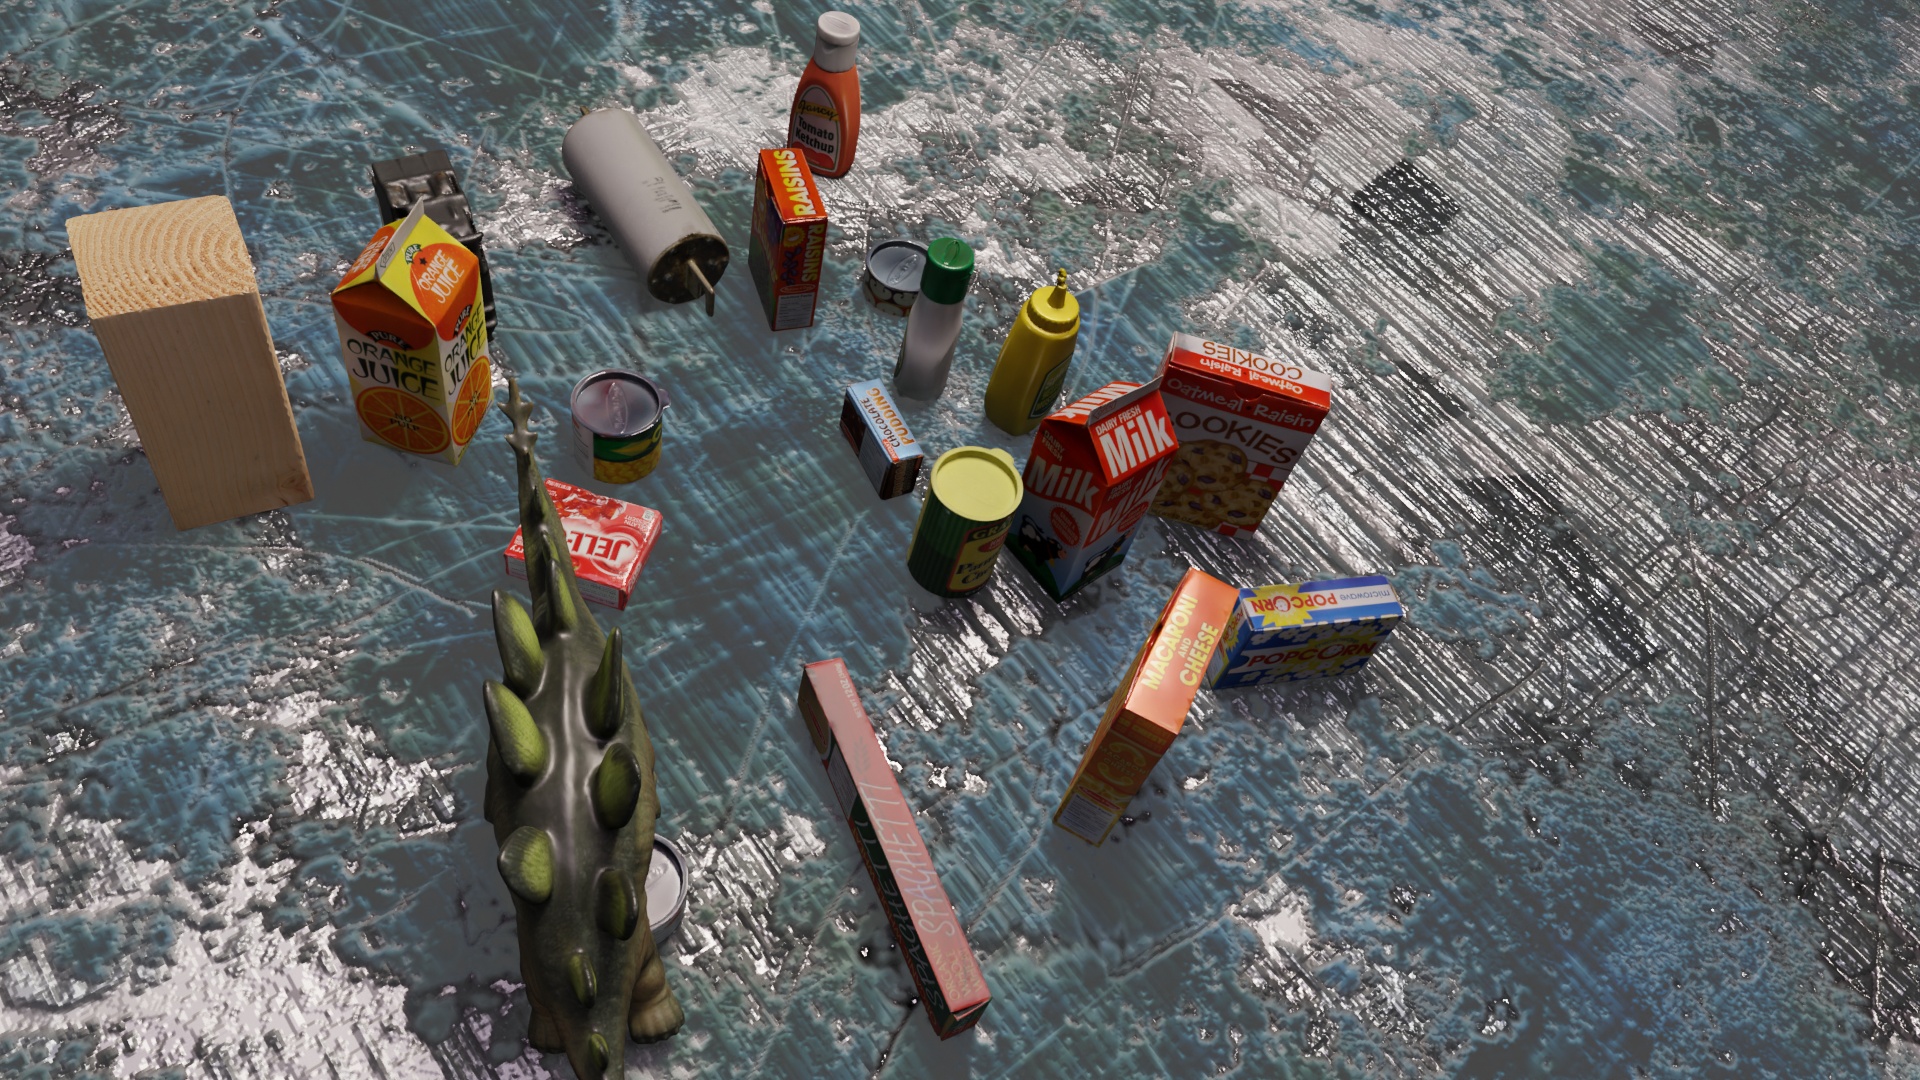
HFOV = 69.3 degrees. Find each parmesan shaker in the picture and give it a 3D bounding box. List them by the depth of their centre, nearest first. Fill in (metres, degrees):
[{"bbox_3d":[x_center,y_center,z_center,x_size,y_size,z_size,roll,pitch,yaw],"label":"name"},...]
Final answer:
[{"bbox_3d":[0.004,-0.013,1.016,0.071,0.102,0.071,7,53,-9],"label":"parmesan shaker"}]

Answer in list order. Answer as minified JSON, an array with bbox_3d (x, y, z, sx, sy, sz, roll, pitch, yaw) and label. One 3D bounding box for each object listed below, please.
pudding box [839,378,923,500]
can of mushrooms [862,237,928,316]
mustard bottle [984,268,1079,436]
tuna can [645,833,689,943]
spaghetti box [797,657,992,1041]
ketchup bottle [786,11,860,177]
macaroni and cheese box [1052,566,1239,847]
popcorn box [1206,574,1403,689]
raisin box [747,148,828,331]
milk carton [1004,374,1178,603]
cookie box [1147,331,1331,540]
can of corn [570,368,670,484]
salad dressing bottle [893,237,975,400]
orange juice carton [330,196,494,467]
[{"bbox_3d":[-0.063,-0.080,1.082,0.030,0.049,0.084,-17,60,-24],"label":"pudding box"},{"bbox_3d":[-0.049,-0.227,1.205,0.071,0.033,0.071,7,53,-9],"label":"can of mushrooms"},{"bbox_3d":[0.062,-0.151,1.097,0.049,0.159,0.065,37,54,14],"label":"mustard bottle"},{"bbox_3d":[-0.200,0.211,0.844,0.071,0.032,0.071,7,53,-9],"label":"tuna can"},{"bbox_3d":[-0.047,0.191,0.886,0.029,0.050,0.251,-14,59,-23],"label":"spaghetti box"},{"bbox_3d":[-0.118,-0.399,1.243,0.065,0.148,0.044,27,53,7],"label":"ketchup bottle"},{"bbox_3d":[0.119,0.112,0.912,0.040,0.165,0.124,27,53,7],"label":"macaroni and cheese box"},{"bbox_3d":[0.251,0.068,1.028,0.127,0.084,0.038,-4,56,-17],"label":"popcorn box"},{"bbox_3d":[-0.144,-0.246,1.139,0.040,0.122,0.086,-8,57,-19],"label":"raisin box"},{"bbox_3d":[0.095,-0.045,1.007,0.072,0.189,0.073,-29,66,-30],"label":"milk carton"},{"bbox_3d":[0.195,-0.076,1.069,0.123,0.166,0.040,15,52,-3],"label":"cookie box"},{"bbox_3d":[-0.253,-0.085,1.034,0.071,0.058,0.071,7,53,-9],"label":"can of corn"},{"bbox_3d":[-0.020,-0.174,1.101,0.044,0.146,0.064,20,52,1],"label":"salad dressing bottle"},{"bbox_3d":[-0.377,-0.144,0.962,0.073,0.191,0.072,16,52,-2],"label":"orange juice carton"}]
